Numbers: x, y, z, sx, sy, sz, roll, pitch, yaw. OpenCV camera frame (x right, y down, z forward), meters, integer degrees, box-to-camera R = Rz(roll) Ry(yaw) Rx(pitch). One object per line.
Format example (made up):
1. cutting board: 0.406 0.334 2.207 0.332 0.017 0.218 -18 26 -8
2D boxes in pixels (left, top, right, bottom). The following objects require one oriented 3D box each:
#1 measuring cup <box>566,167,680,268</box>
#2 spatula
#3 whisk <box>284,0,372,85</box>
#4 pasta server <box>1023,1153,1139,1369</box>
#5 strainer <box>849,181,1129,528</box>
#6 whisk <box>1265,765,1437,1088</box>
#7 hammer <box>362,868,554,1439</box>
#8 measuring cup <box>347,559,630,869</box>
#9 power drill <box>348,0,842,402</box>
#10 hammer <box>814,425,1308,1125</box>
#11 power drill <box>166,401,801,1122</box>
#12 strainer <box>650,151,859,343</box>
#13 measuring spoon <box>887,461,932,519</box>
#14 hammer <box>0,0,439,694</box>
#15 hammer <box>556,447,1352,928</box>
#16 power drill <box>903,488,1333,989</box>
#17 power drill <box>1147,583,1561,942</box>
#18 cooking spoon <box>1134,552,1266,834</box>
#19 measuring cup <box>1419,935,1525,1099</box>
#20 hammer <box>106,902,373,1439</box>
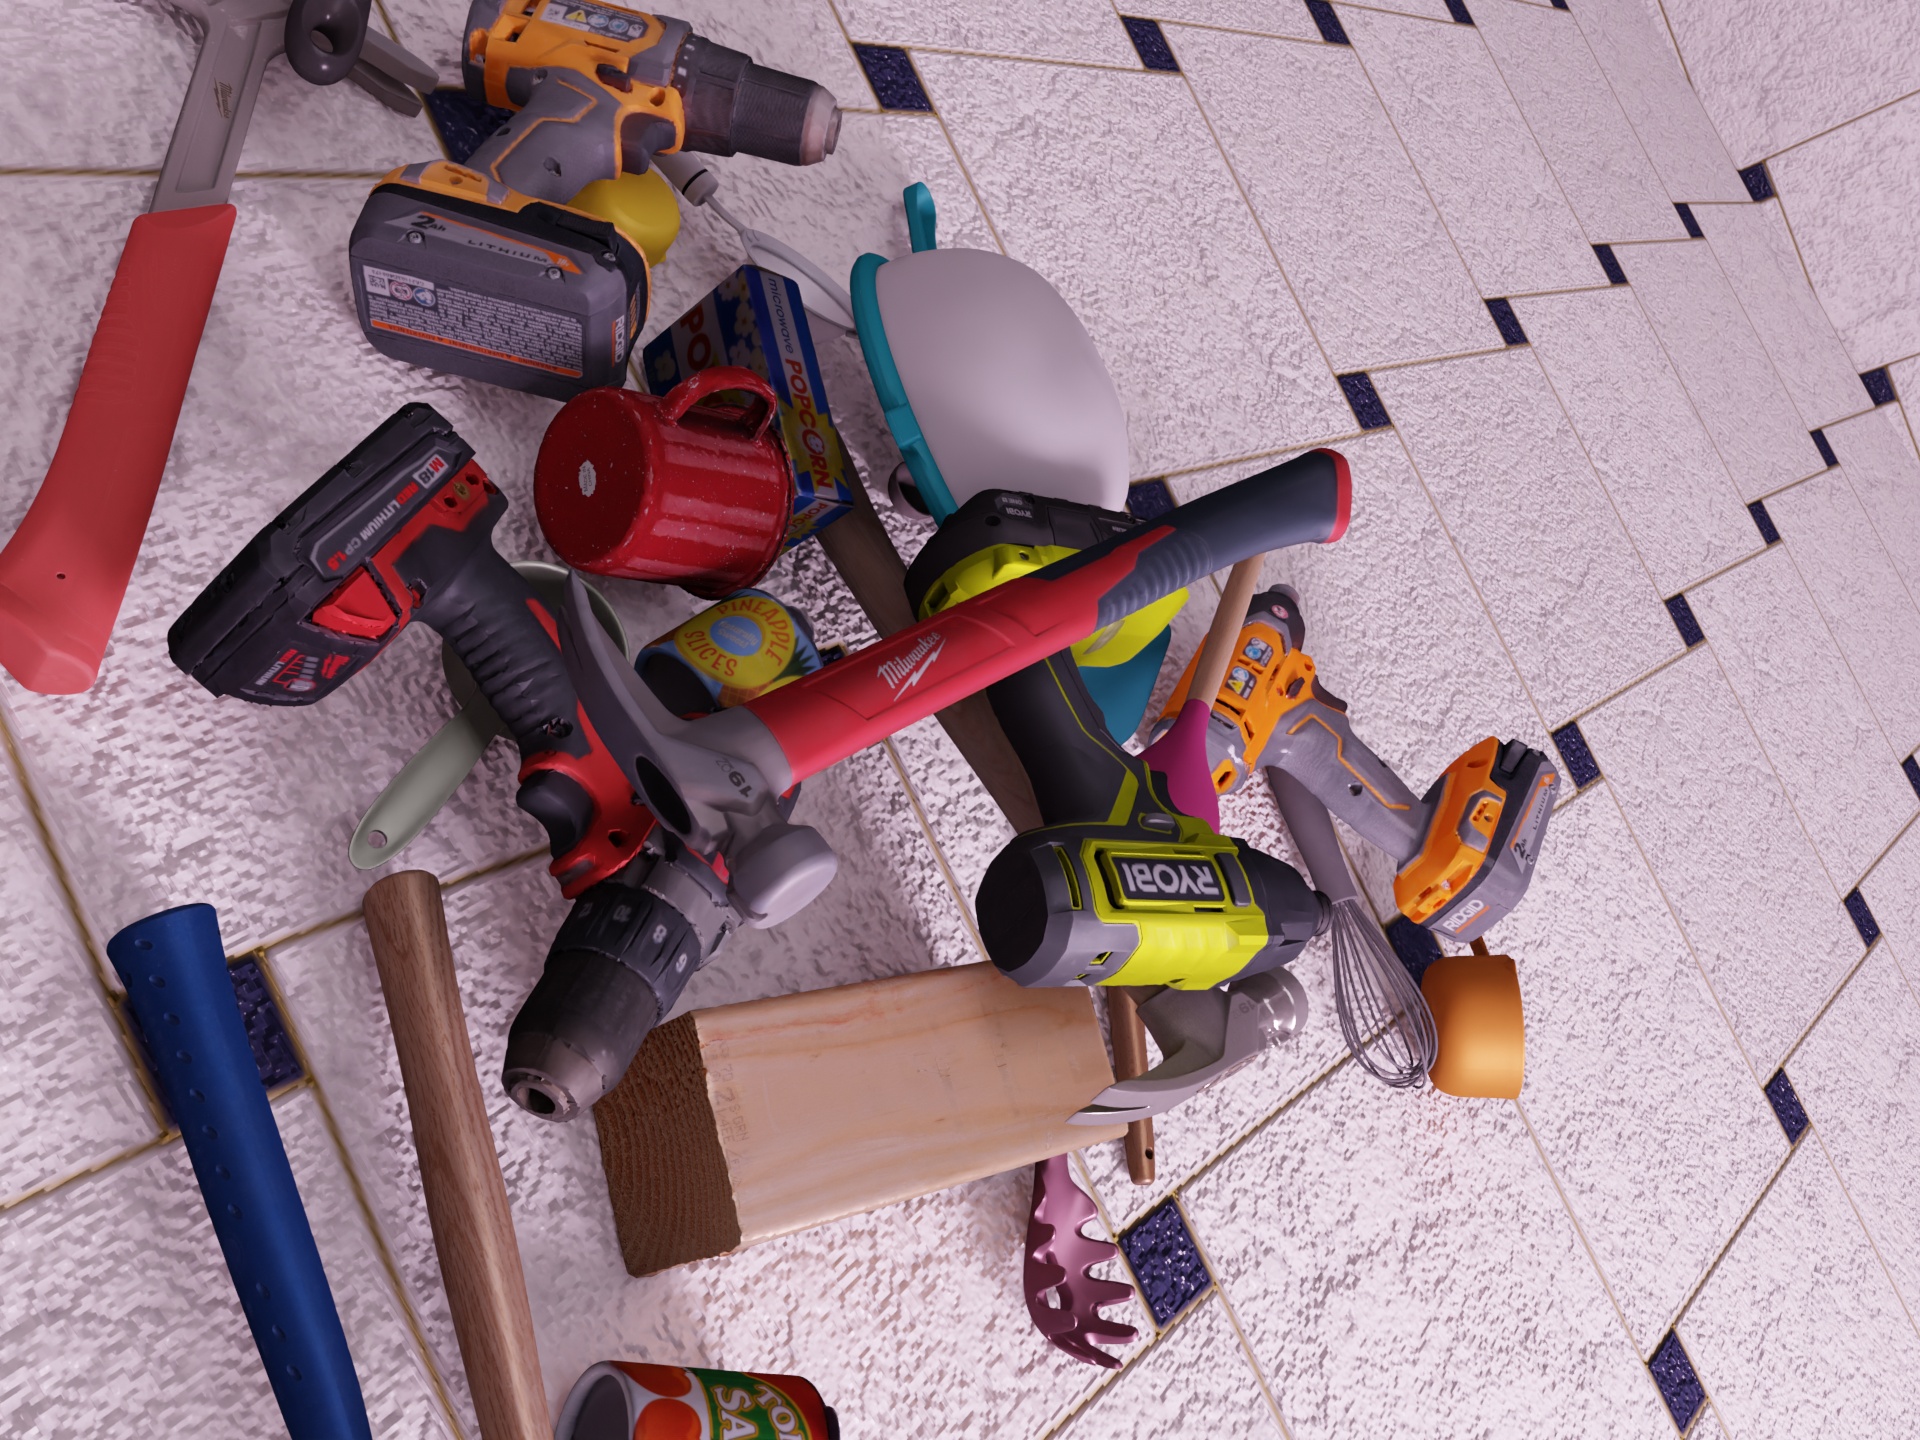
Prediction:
1. measuring cup: -0.180 -0.226 0.793 0.062 0.029 0.157 33 48 -25
2. spatula: 0.088 0.086 0.861 0.082 0.044 0.318 12 62 -33
3. whisk: -0.279 -0.401 0.758 0.073 0.073 0.296 22 51 -32
4. pasta server: 0.051 0.156 0.796 0.060 0.040 0.316 33 47 -44
5. strainer: 0.024 -0.212 0.874 0.210 0.095 0.341 51 23 -46
6. whisk: 0.233 0.111 0.978 0.055 0.055 0.239 1 63 -41
7. hammer: -0.160 0.205 0.545 0.031 0.130 0.332 -1 61 -40
8. measuring cup: -0.201 0.003 0.653 0.083 0.038 0.168 44 48 -16
9. power drill: -0.164 -0.253 0.748 0.185 0.084 0.226 14 54 -3
10. hammer: -0.001 -0.002 0.754 0.146 0.038 0.411 -13 61 -46
11. power drill: -0.170 0.017 0.584 0.226 0.080 0.188 46 40 -19
12. strainer: -0.135 -0.279 0.857 0.258 0.050 0.087 47 22 -4
13. measuring spoon: -0.019 -0.155 0.916 0.034 0.018 0.124 44 39 -22
14. hammer: -0.313 -0.172 0.645 0.149 0.036 0.359 20 56 -33
15. hammer: 0.028 -0.058 0.655 0.386 0.038 0.143 -27 70 -36
16. power drill: 0.069 0.012 0.709 0.171 0.080 0.223 5 53 -33
17. power drill: 0.241 0.014 0.964 0.226 0.084 0.164 31 53 3
18. cooking spoon: 0.141 -0.026 0.907 0.069 0.017 0.319 21 51 6
19. measuring cup: 0.316 0.170 1.015 0.174 0.052 0.095 -79 165 -64
20. hammer: -0.183 0.245 0.493 0.035 0.144 0.406 -12 71 -45
